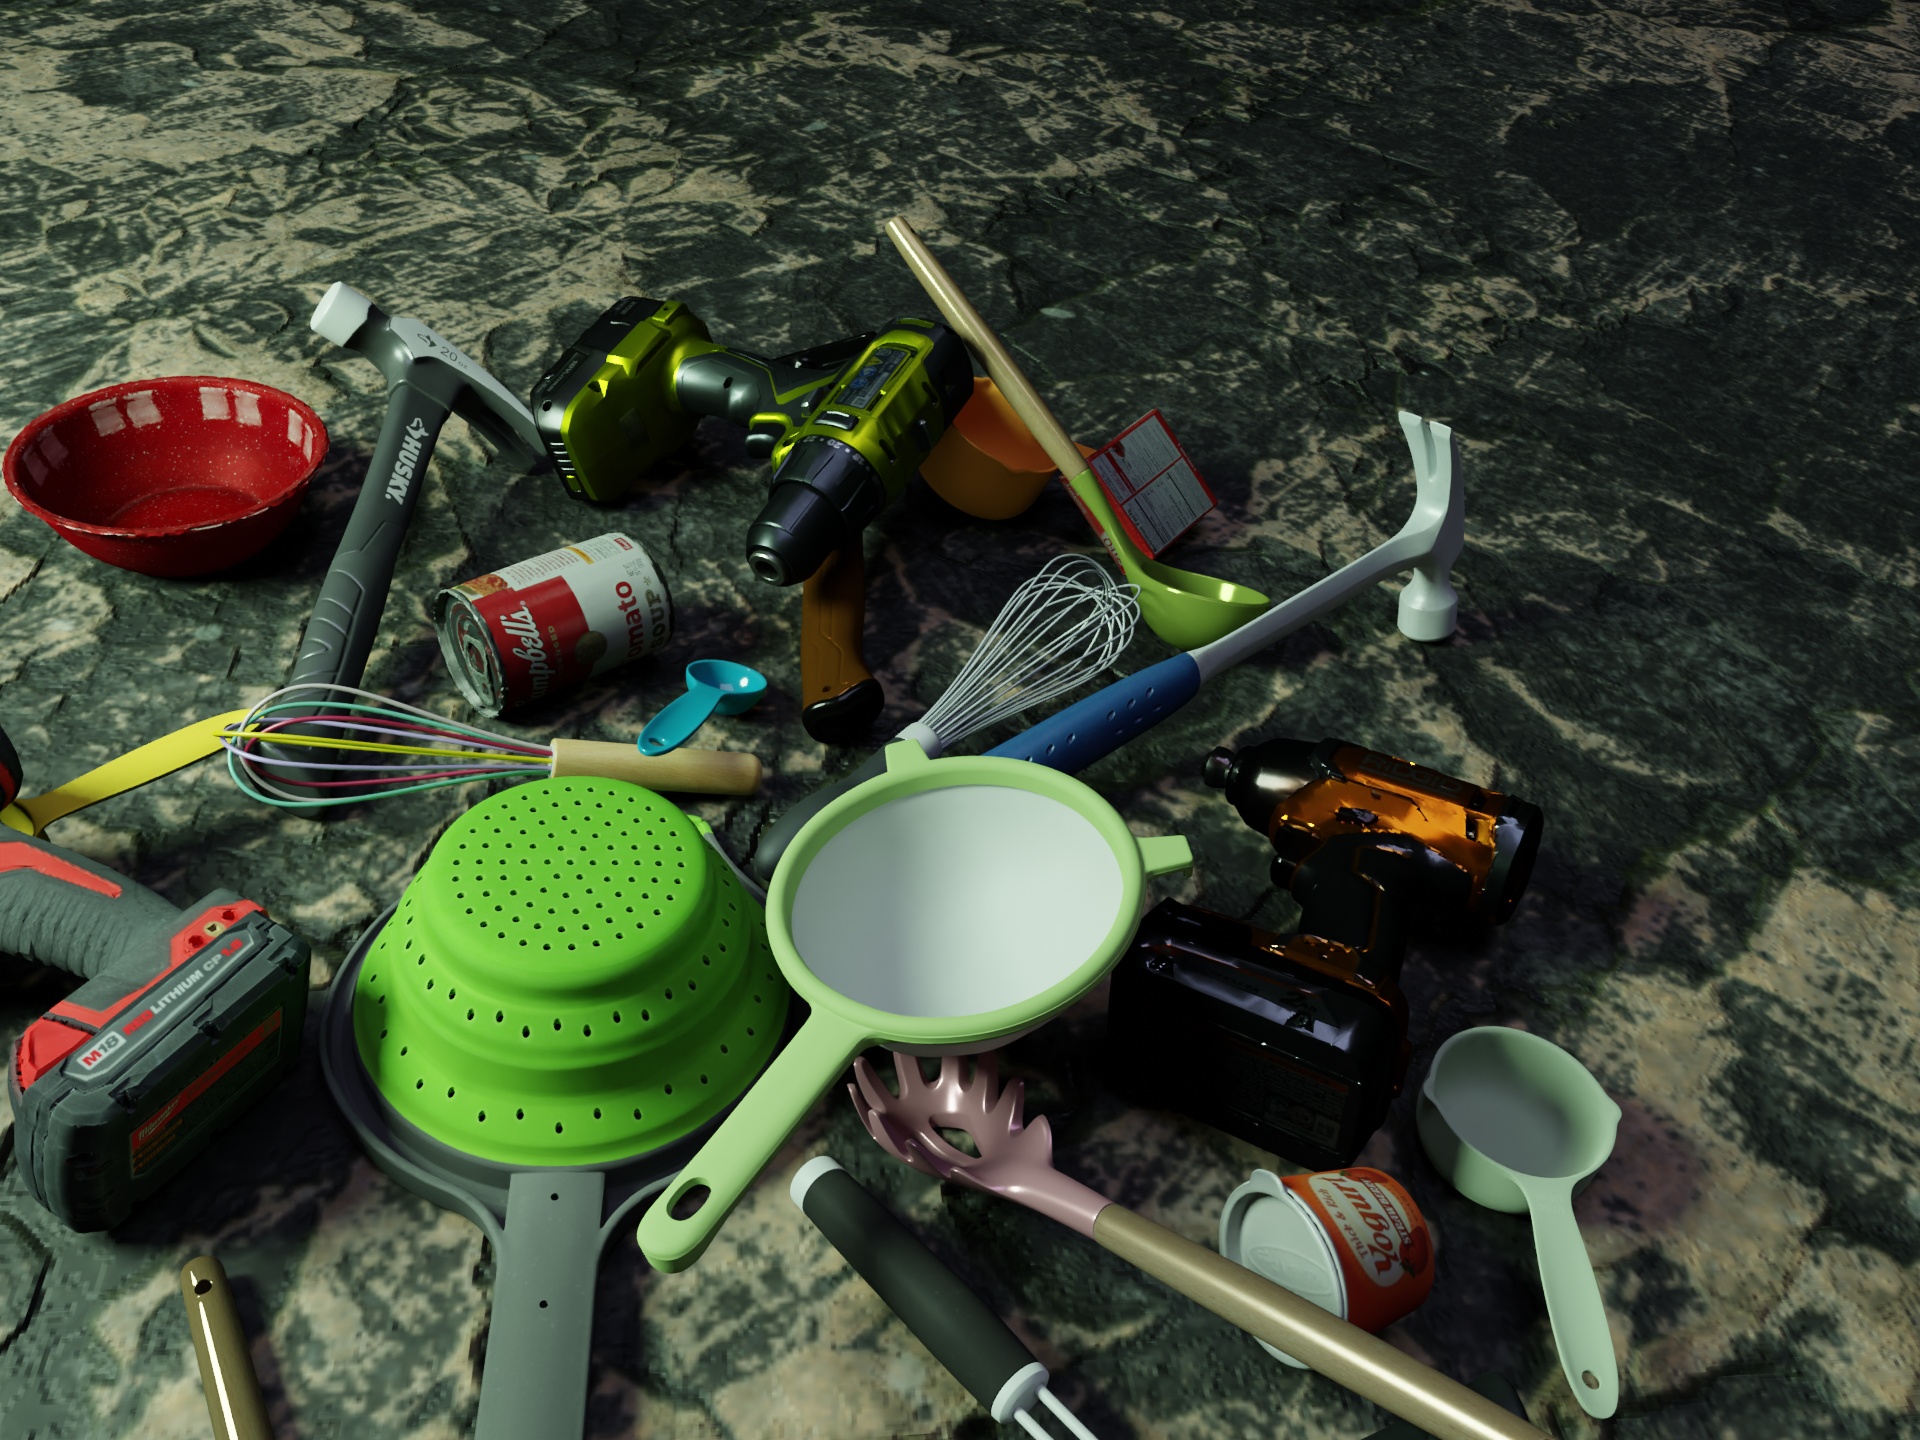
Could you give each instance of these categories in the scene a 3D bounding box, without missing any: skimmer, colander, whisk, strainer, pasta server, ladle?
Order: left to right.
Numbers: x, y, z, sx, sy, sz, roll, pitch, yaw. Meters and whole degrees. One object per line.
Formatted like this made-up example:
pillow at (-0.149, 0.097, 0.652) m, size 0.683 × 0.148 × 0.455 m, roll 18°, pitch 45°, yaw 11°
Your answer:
whisk at (-0.210, 0.018, 0.731) m, size 0.245 × 0.047 × 0.051 m, roll 5°, pitch 57°, yaw -23°
colander at (-0.148, 0.144, 0.581) m, size 0.204 × 0.094 × 0.398 m, roll 1°, pitch 41°, yaw -8°
strainer at (-0.028, 0.119, 0.615) m, size 0.151 × 0.069 × 0.256 m, roll 19°, pitch 49°, yaw 29°
whisk at (-0.002, -0.002, 0.812) m, size 0.070 × 0.070 × 0.284 m, roll 32°, pitch 51°, yaw 25°
ladle at (0.062, -0.169, 0.912) m, size 0.320 × 0.062 × 0.078 m, roll 54°, pitch 24°, yaw 5°
skimmer at (0.062, 0.276, 0.516) m, size 0.127 × 0.090 × 0.364 m, roll -32°, pitch 44°, yaw -27°
pasta server at (0.068, 0.174, 0.537) m, size 0.060 × 0.040 × 0.316 m, roll -22°, pitch 21°, yaw -34°

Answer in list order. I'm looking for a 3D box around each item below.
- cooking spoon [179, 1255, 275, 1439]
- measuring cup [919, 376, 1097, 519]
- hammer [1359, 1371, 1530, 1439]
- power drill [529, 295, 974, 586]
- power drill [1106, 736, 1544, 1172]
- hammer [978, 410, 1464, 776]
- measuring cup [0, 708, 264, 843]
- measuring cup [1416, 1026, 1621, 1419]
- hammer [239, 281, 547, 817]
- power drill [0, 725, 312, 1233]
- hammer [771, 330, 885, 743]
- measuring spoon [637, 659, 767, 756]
cooking spoon at (-0.188, 0.289, 0.464) m, size 0.069 × 0.017 × 0.319 m, roll -22°, pitch 49°, yaw -21°
measuring cup at (0.051, -0.156, 1.007) m, size 0.173 × 0.052 × 0.095 m, roll 16°, pitch 41°, yaw -27°
hammer at (-0.020, 0.270, 0.432) m, size 0.409 × 0.036 × 0.149 m, roll -17°, pitch 44°, yaw -14°
power drill at (-0.128, -0.164, 0.910) m, size 0.229 × 0.080 × 0.191 m, roll 14°, pitch 53°, yaw 26°
power drill at (0.151, 0.083, 0.716) m, size 0.164 × 0.084 × 0.226 m, roll 19°, pitch 37°, yaw 26°
hammer at (0.126, -0.034, 0.829) m, size 0.405 × 0.144 × 0.035 m, roll -28°, pitch 40°, yaw -27°
measuring cup at (-0.378, 0.040, 0.696) m, size 0.156 × 0.029 × 0.062 m, roll -30°, pitch 54°, yaw -26°
measuring cup at (0.226, 0.199, 0.629) m, size 0.083 × 0.038 × 0.168 m, roll 6°, pitch 42°, yaw -3°
hammer at (-0.305, -0.089, 0.837) m, size 0.146 × 0.035 × 0.335 m, roll 32°, pitch 40°, yaw -32°
power drill at (-0.368, 0.082, 0.591) m, size 0.220 × 0.078 × 0.143 m, roll 31°, pitch 41°, yaw 8°
hammer at (-0.080, -0.115, 0.924) m, size 0.127 × 0.034 × 0.337 m, roll -13°, pitch 45°, yaw 8°
measuring spoon at (-0.132, 0.000, 0.783) m, size 0.042 × 0.021 × 0.129 m, roll 17°, pitch 23°, yaw 6°
